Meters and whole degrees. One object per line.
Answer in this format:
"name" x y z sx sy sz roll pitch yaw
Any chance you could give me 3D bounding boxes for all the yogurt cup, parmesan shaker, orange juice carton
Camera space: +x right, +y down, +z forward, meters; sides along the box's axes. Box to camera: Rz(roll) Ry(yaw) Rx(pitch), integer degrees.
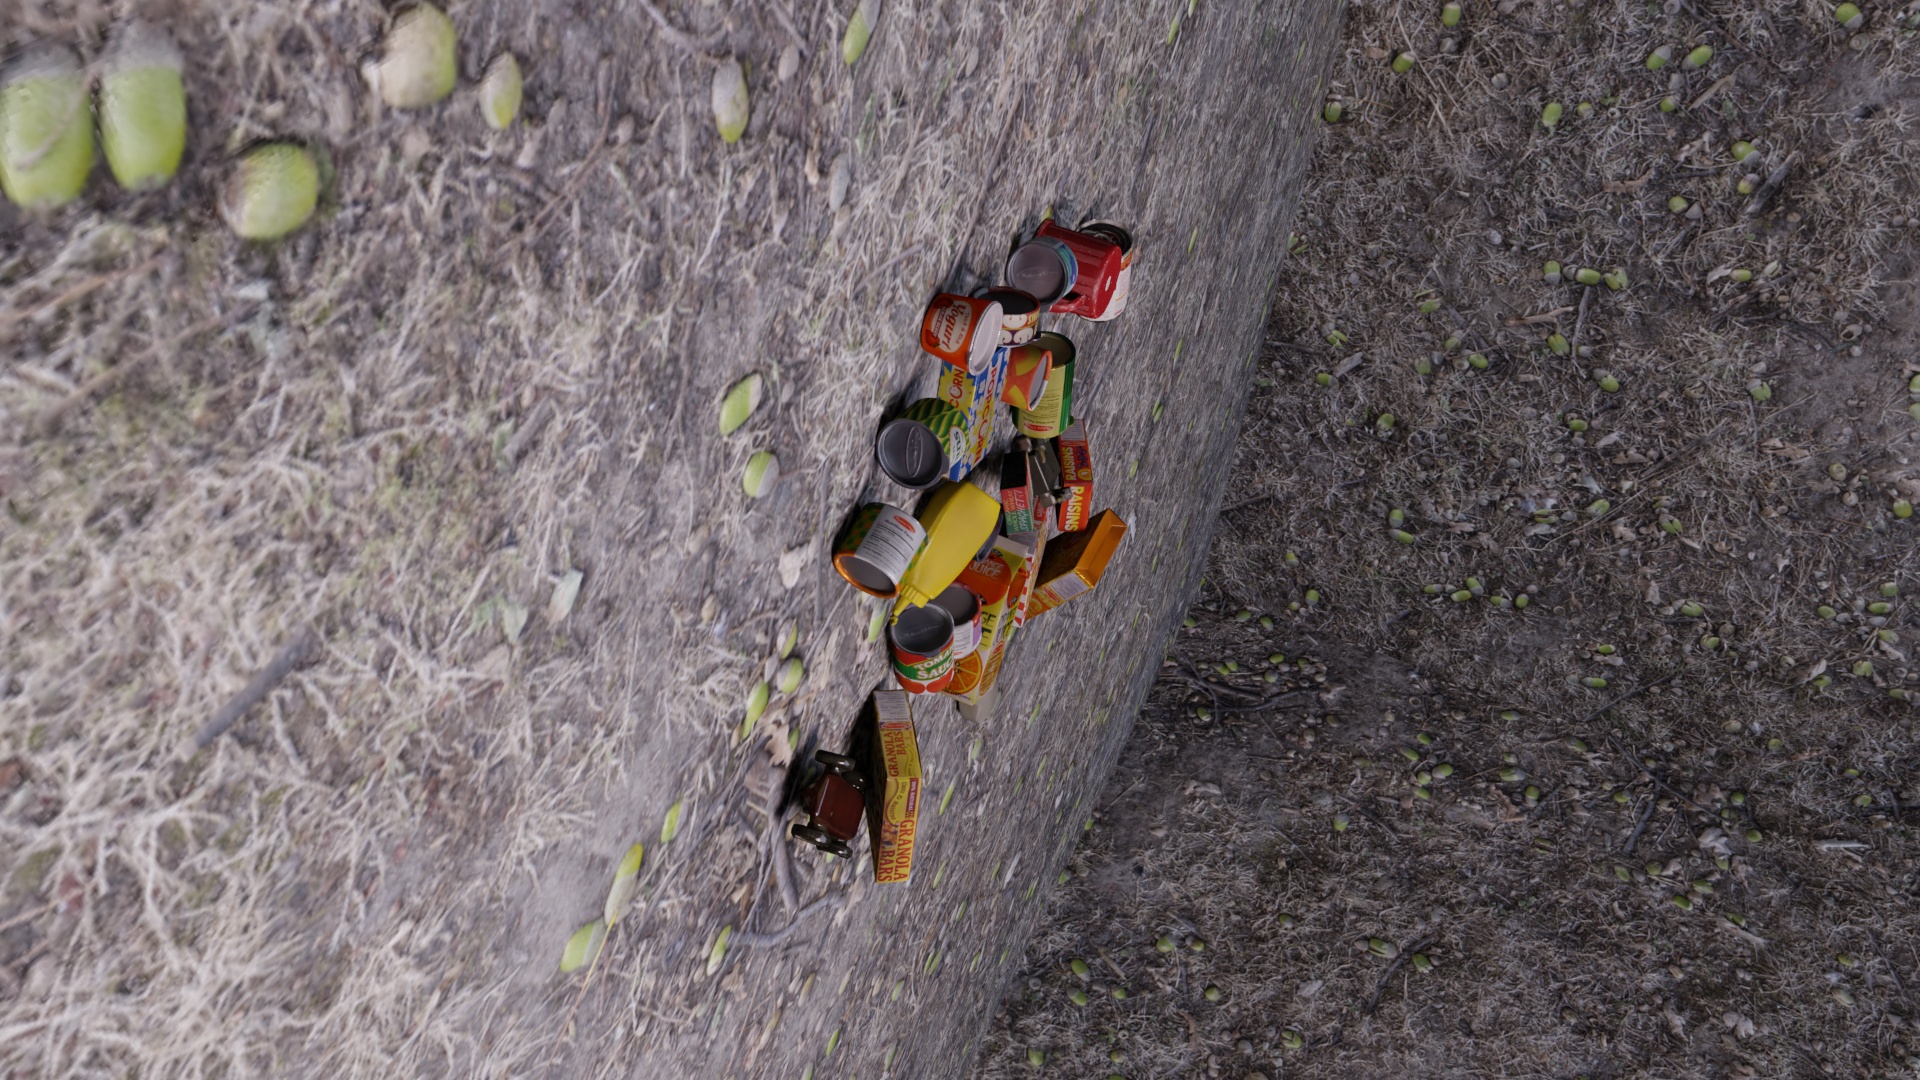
"yogurt cup" 0.001 -0.186 1.228 0.072 0.054 0.072 19 91 -75
"parmesan shaker" 0.094 -0.172 1.531 0.102 0.071 0.072 92 24 -48
"orange juice carton" 0.020 0.083 1.595 0.073 0.072 0.192 -26 134 -69

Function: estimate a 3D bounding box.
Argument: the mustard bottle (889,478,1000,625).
"mustard bottle" -0.027 0.015 1.372 0.160 0.065 0.049 -55 -153 -3

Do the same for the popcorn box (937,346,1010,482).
"popcorn box" 0.008 -0.131 1.353 0.085 0.038 0.126 -46 152 -53

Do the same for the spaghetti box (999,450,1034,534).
"spaghetti box" 0.062 -0.054 1.488 0.251 0.029 0.050 -77 157 -78

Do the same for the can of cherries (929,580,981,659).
"can of cherries" -0.010 0.084 1.512 0.058 0.071 0.072 88 27 -51

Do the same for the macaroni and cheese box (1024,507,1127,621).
"macaroni and cheese box" 0.127 0.037 1.788 0.166 0.040 0.124 -30 -161 46

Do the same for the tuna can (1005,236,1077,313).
"tuna can" 0.082 -0.264 1.378 0.033 0.071 0.070 -46 152 -56

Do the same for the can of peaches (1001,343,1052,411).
"can of peaches" 0.056 -0.173 1.423 0.071 0.058 0.071 19 91 -75

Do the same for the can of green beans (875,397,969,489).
"can of green beans" -0.032 -0.086 1.218 0.058 0.071 0.071 -47 153 -55

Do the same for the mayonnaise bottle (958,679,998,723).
"mayonnaise bottle" 0.017 0.183 1.771 0.147 0.041 0.065 73 40 -64

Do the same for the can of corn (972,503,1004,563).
"can of corn" 0.005 -0.018 1.444 0.071 0.058 0.071 19 91 -74

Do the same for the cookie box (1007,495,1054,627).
"cookie box" 0.082 0.004 1.710 0.168 0.040 0.122 -71 170 -47

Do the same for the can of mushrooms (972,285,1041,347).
"can of mushrooms" 0.043 -0.212 1.310 0.071 0.071 0.033 -49 153 -51

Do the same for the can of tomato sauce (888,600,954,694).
"can of tomato sauce" -0.038 0.113 1.441 0.082 0.071 0.071 89 26 -53

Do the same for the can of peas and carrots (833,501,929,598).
"can of peas and carrots" -0.070 0.010 1.213 0.059 0.071 0.070 -61 162 -28

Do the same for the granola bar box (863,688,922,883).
"granola bar box" -0.072 0.256 1.450 0.125 0.039 0.164 -104 -163 -49

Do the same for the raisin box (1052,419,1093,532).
"raisin box" 0.141 -0.083 1.766 0.124 0.040 0.085 -92 -175 -45
